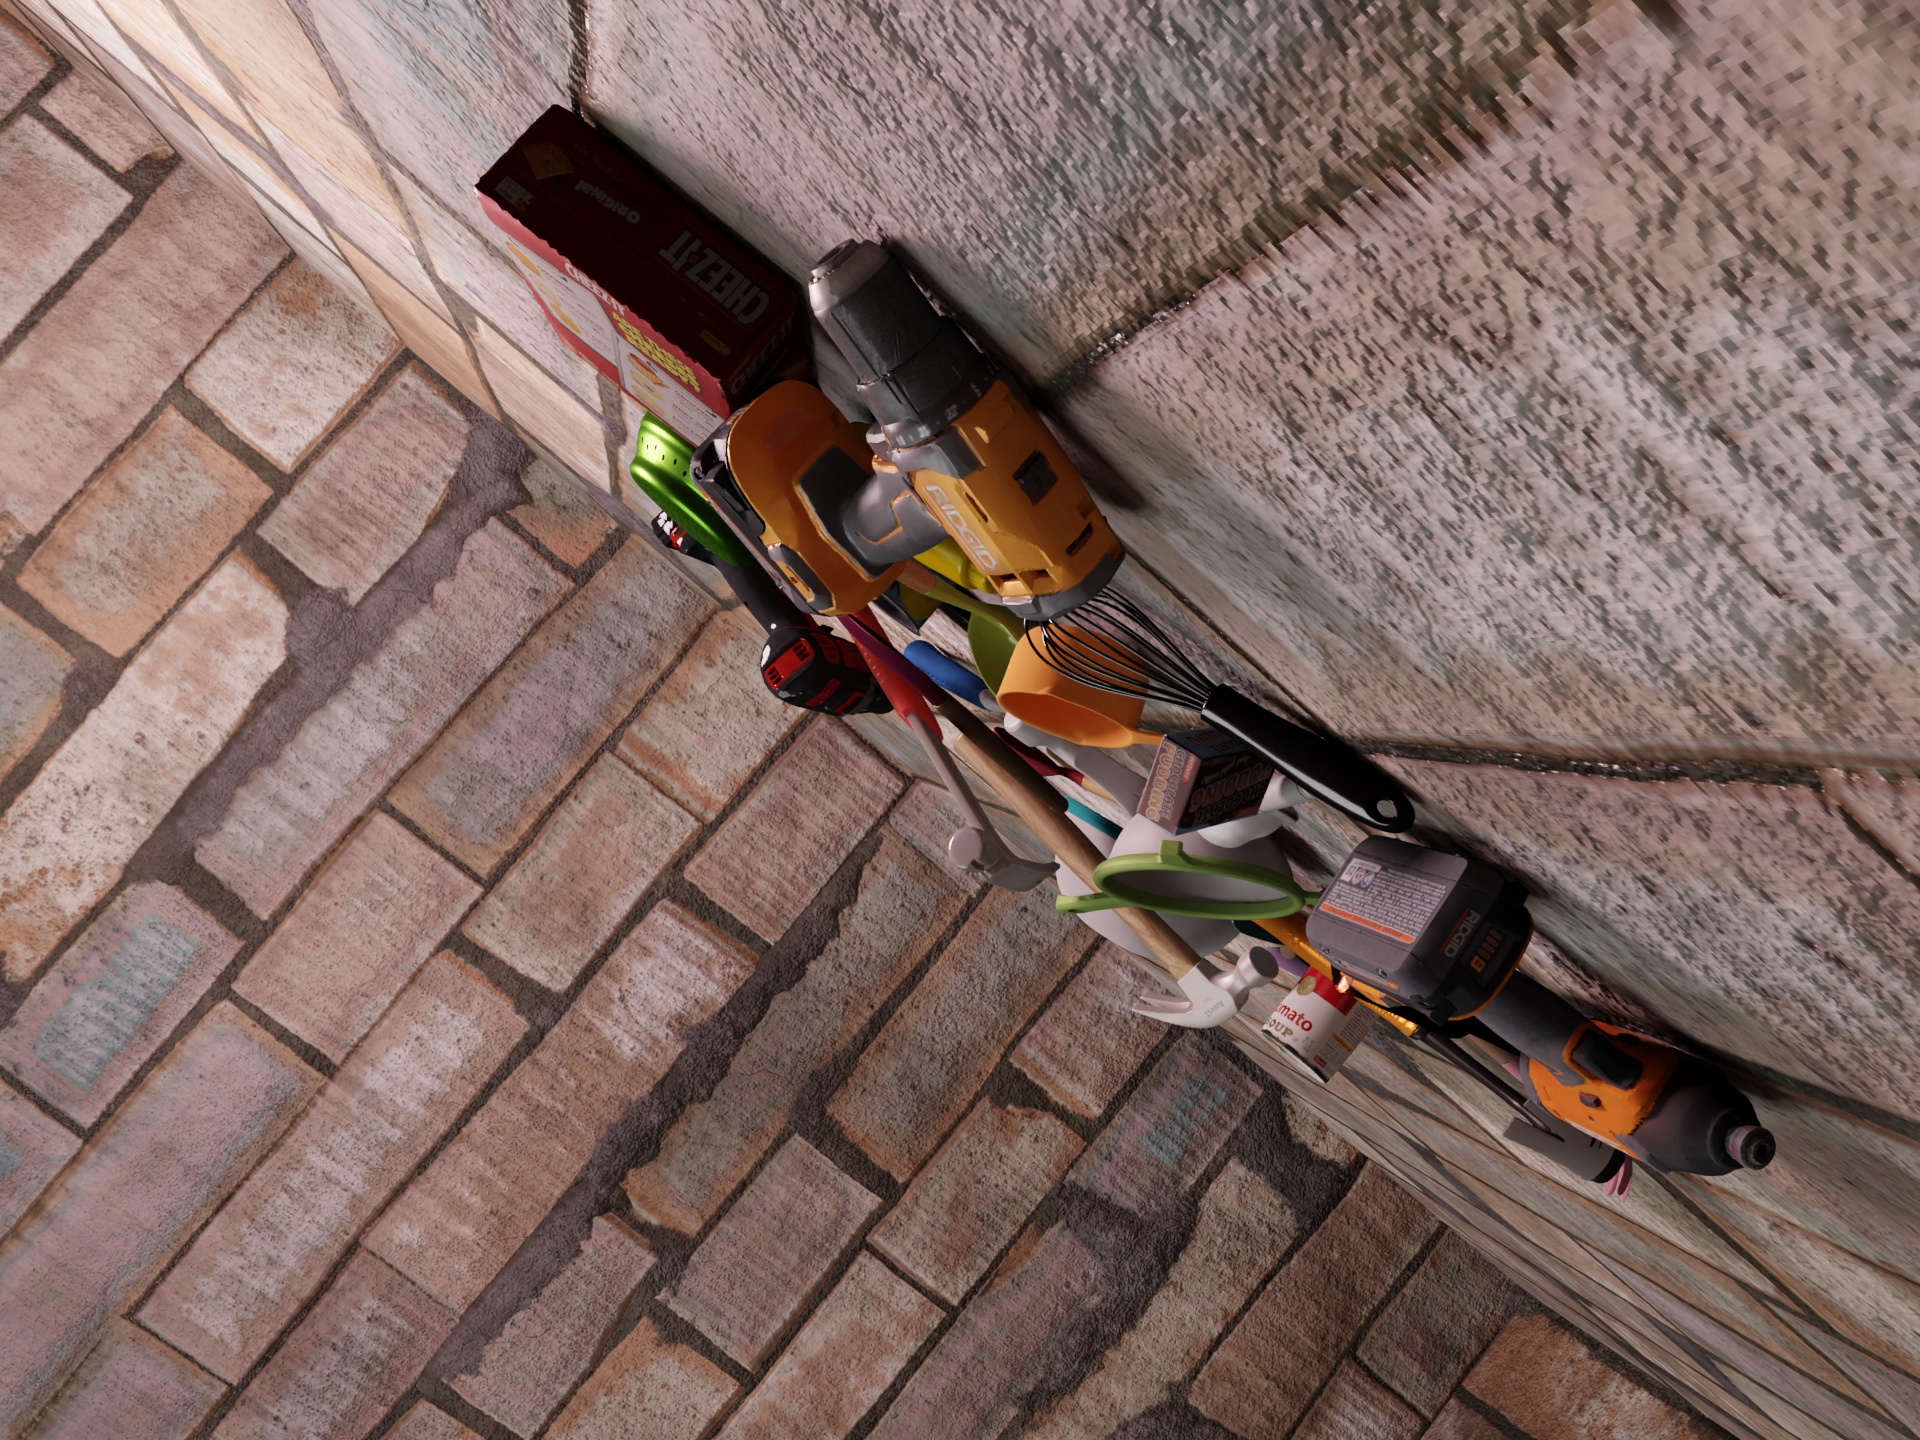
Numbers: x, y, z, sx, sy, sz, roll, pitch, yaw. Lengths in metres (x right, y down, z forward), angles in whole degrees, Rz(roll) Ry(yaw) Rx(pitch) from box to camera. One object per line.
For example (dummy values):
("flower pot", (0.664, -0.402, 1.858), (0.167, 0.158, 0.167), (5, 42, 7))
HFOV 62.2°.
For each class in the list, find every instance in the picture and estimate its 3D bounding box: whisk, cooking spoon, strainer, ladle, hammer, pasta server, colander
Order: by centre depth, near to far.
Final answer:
("whisk", (0.133, -0.007, 0.845), (0.239, 0.055, 0.055), (33, 172, 22))
("strainer", (0.183, 0.049, 0.980), (0.087, 0.050, 0.258), (24, 171, -2))
("ladle", (-0.044, -0.086, 0.992), (0.319, 0.062, 0.078), (29, -177, -44))
("hammer", (0.295, 0.195, 1.099), (0.127, 0.034, 0.337), (32, -175, -39))
("pasta server", (0.376, 0.235, 1.163), (0.316, 0.040, 0.060), (41, 172, -4))
("colander", (-0.111, -0.128, 1.170), (0.397, 0.094, 0.204), (40, 174, -2))
("strainer", (0.148, 0.103, 1.183), (0.151, 0.069, 0.256), (17, 162, -25))
("cooking spoon", (-0.002, -0.004, 1.219), (0.318, 0.017, 0.069), (41, 180, -43))
("hammer", (-0.043, -0.023, 1.250), (0.359, 0.036, 0.149), (59, -165, 23))
("hammer", (0.034, -0.010, 1.318), (0.144, 0.035, 0.406), (35, 180, -23))
("ladle", (0.125, 0.058, 1.341), (0.069, 0.031, 0.316), (23, 179, -37))
("hammer", (0.114, 0.130, 1.361), (0.331, 0.130, 0.031), (46, -140, 10))
("strainer", (0.117, 0.135, 1.491), (0.341, 0.095, 0.210), (29, 178, 32))

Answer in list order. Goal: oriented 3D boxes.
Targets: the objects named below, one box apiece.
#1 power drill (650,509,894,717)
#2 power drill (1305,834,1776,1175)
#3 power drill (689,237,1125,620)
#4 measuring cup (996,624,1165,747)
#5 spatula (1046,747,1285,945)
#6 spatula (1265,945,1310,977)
("power drill", (-0.141, -0.096, 1.337), (0.227, 0.080, 0.187), (54, -165, 19))
("power drill", (0.310, 0.158, 0.836), (0.226, 0.084, 0.164), (37, 174, -15))
("power drill", (-0.045, -0.129, 0.756), (0.185, 0.084, 0.226), (51, 156, -25))
("measuring cup", (0.110, -0.015, 0.955), (0.174, 0.052, 0.095), (12, 165, 20))
("spatula", (0.166, 0.094, 1.361), (0.082, 0.044, 0.318), (18, -169, -40))
("spatula", (0.309, 0.213, 1.485), (0.060, 0.018, 0.315), (27, 171, 19))
